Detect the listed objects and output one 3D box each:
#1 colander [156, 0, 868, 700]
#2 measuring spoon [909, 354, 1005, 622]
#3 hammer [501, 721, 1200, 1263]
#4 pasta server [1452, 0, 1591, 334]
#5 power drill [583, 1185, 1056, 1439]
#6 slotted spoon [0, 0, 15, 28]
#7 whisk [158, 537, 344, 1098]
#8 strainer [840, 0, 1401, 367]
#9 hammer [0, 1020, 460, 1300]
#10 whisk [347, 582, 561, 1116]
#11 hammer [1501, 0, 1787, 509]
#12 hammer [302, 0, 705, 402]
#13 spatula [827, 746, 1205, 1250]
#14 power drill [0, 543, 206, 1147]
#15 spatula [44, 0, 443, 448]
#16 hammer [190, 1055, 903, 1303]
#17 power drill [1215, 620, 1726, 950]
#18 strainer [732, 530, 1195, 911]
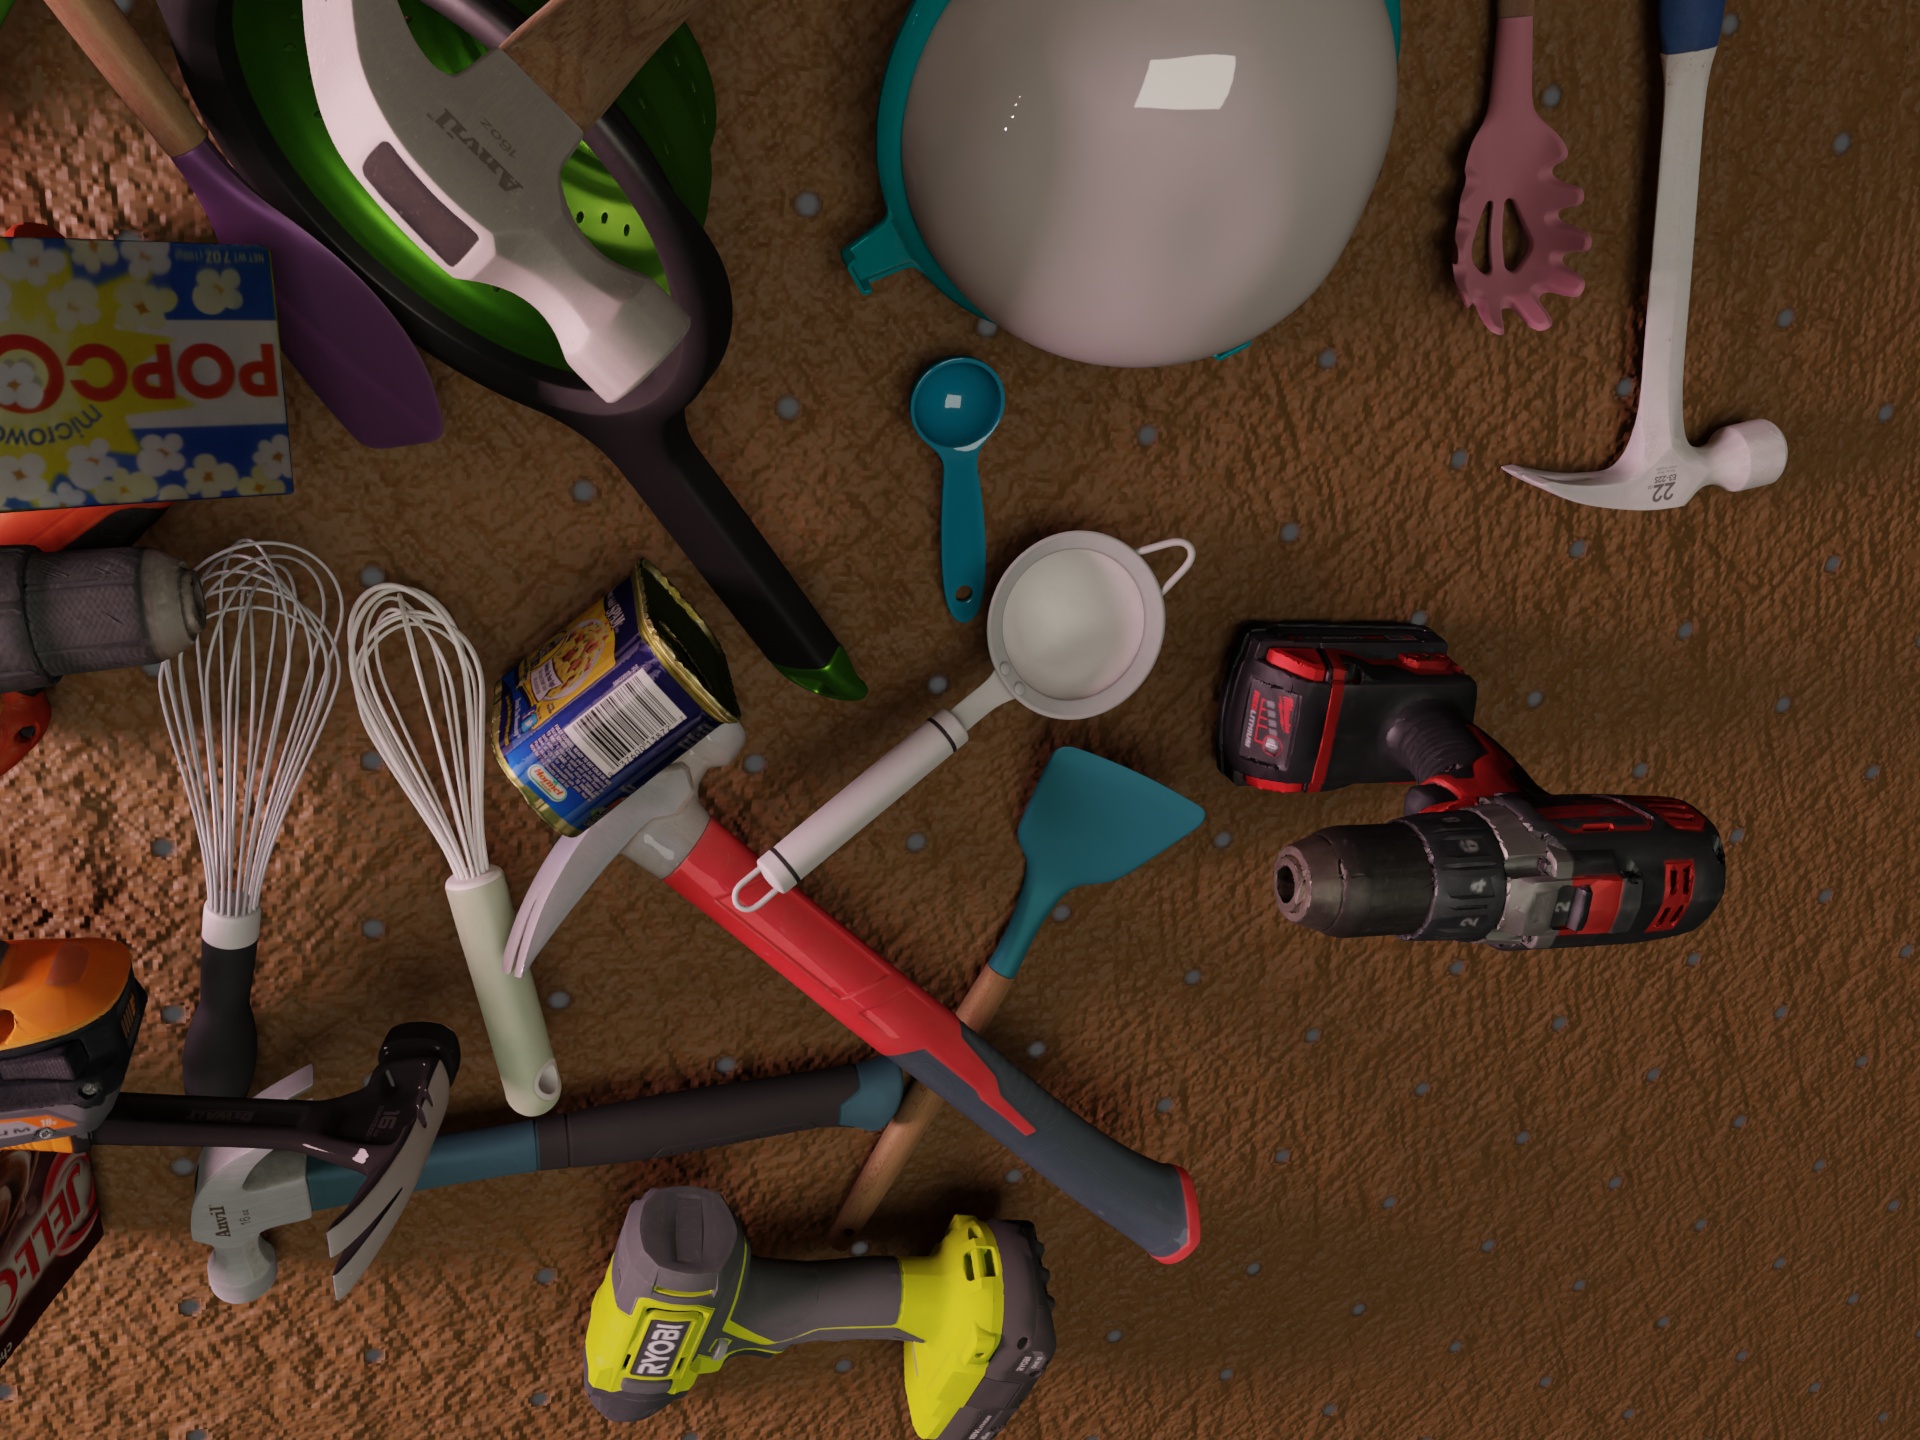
[{"bbox_3d":[-0.118,-0.156,0.599,0.094,0.205,0.396,-60,140,-24],"label":"colander"},{"bbox_3d":[-0.002,-0.103,0.707,0.042,0.021,0.128,-10,125,-12],"label":"measuring spoon"},{"bbox_3d":[-0.027,0.161,0.747,0.386,0.038,0.143,43,69,-22],"label":"hammer"},{"bbox_3d":[0.237,-0.325,0.667,0.060,0.040,0.316,-6,114,-3],"label":"pasta server"},{"bbox_3d":[-0.078,0.316,0.826,0.223,0.080,0.171,10,128,-18],"label":"power drill"},{"bbox_3d":[-0.331,-0.188,0.505,0.070,0.031,0.314,22,84,-37],"label":"slotted spoon"},{"bbox_3d":[-0.300,0.056,0.663,0.070,0.070,0.284,7,116,-20],"label":"whisk"},{"bbox_3d":[0.104,-0.246,0.550,0.211,0.095,0.340,4,139,-26],"label":"strainer"},{"bbox_3d":[-0.382,0.162,0.629,0.337,0.127,0.034,3,117,-2],"label":"hammer"},{"bbox_3d":[-0.211,0.060,0.678,0.059,0.058,0.246,-3,108,24],"label":"whisk"},{"bbox_3d":[0.320,-0.287,0.710,0.144,0.035,0.405,-13,116,-12],"label":"hammer"},{"bbox_3d":[-0.079,-0.240,0.477,0.031,0.331,0.130,-24,123,41],"label":"hammer"},{"bbox_3d":[0.008,0.151,0.804,0.082,0.044,0.317,25,106,-14],"label":"spatula"},{"bbox_3d":[-0.356,0.041,0.571,0.185,0.084,0.226,-8,115,-14],"label":"power drill"},{"bbox_3d":[-0.268,-0.211,0.520,0.060,0.018,0.315,-3,138,24],"label":"spatula"},{"bbox_3d":[-0.189,0.202,0.764,0.331,0.033,0.128,-5,129,-18],"label":"hammer"},{"bbox_3d":[0.190,0.030,0.702,0.188,0.227,0.080,-1,113,-17],"label":"power drill"},{"bbox_3d":[-0.001,-0.002,0.710,0.258,0.050,0.086,-40,111,-13],"label":"strainer"}]
